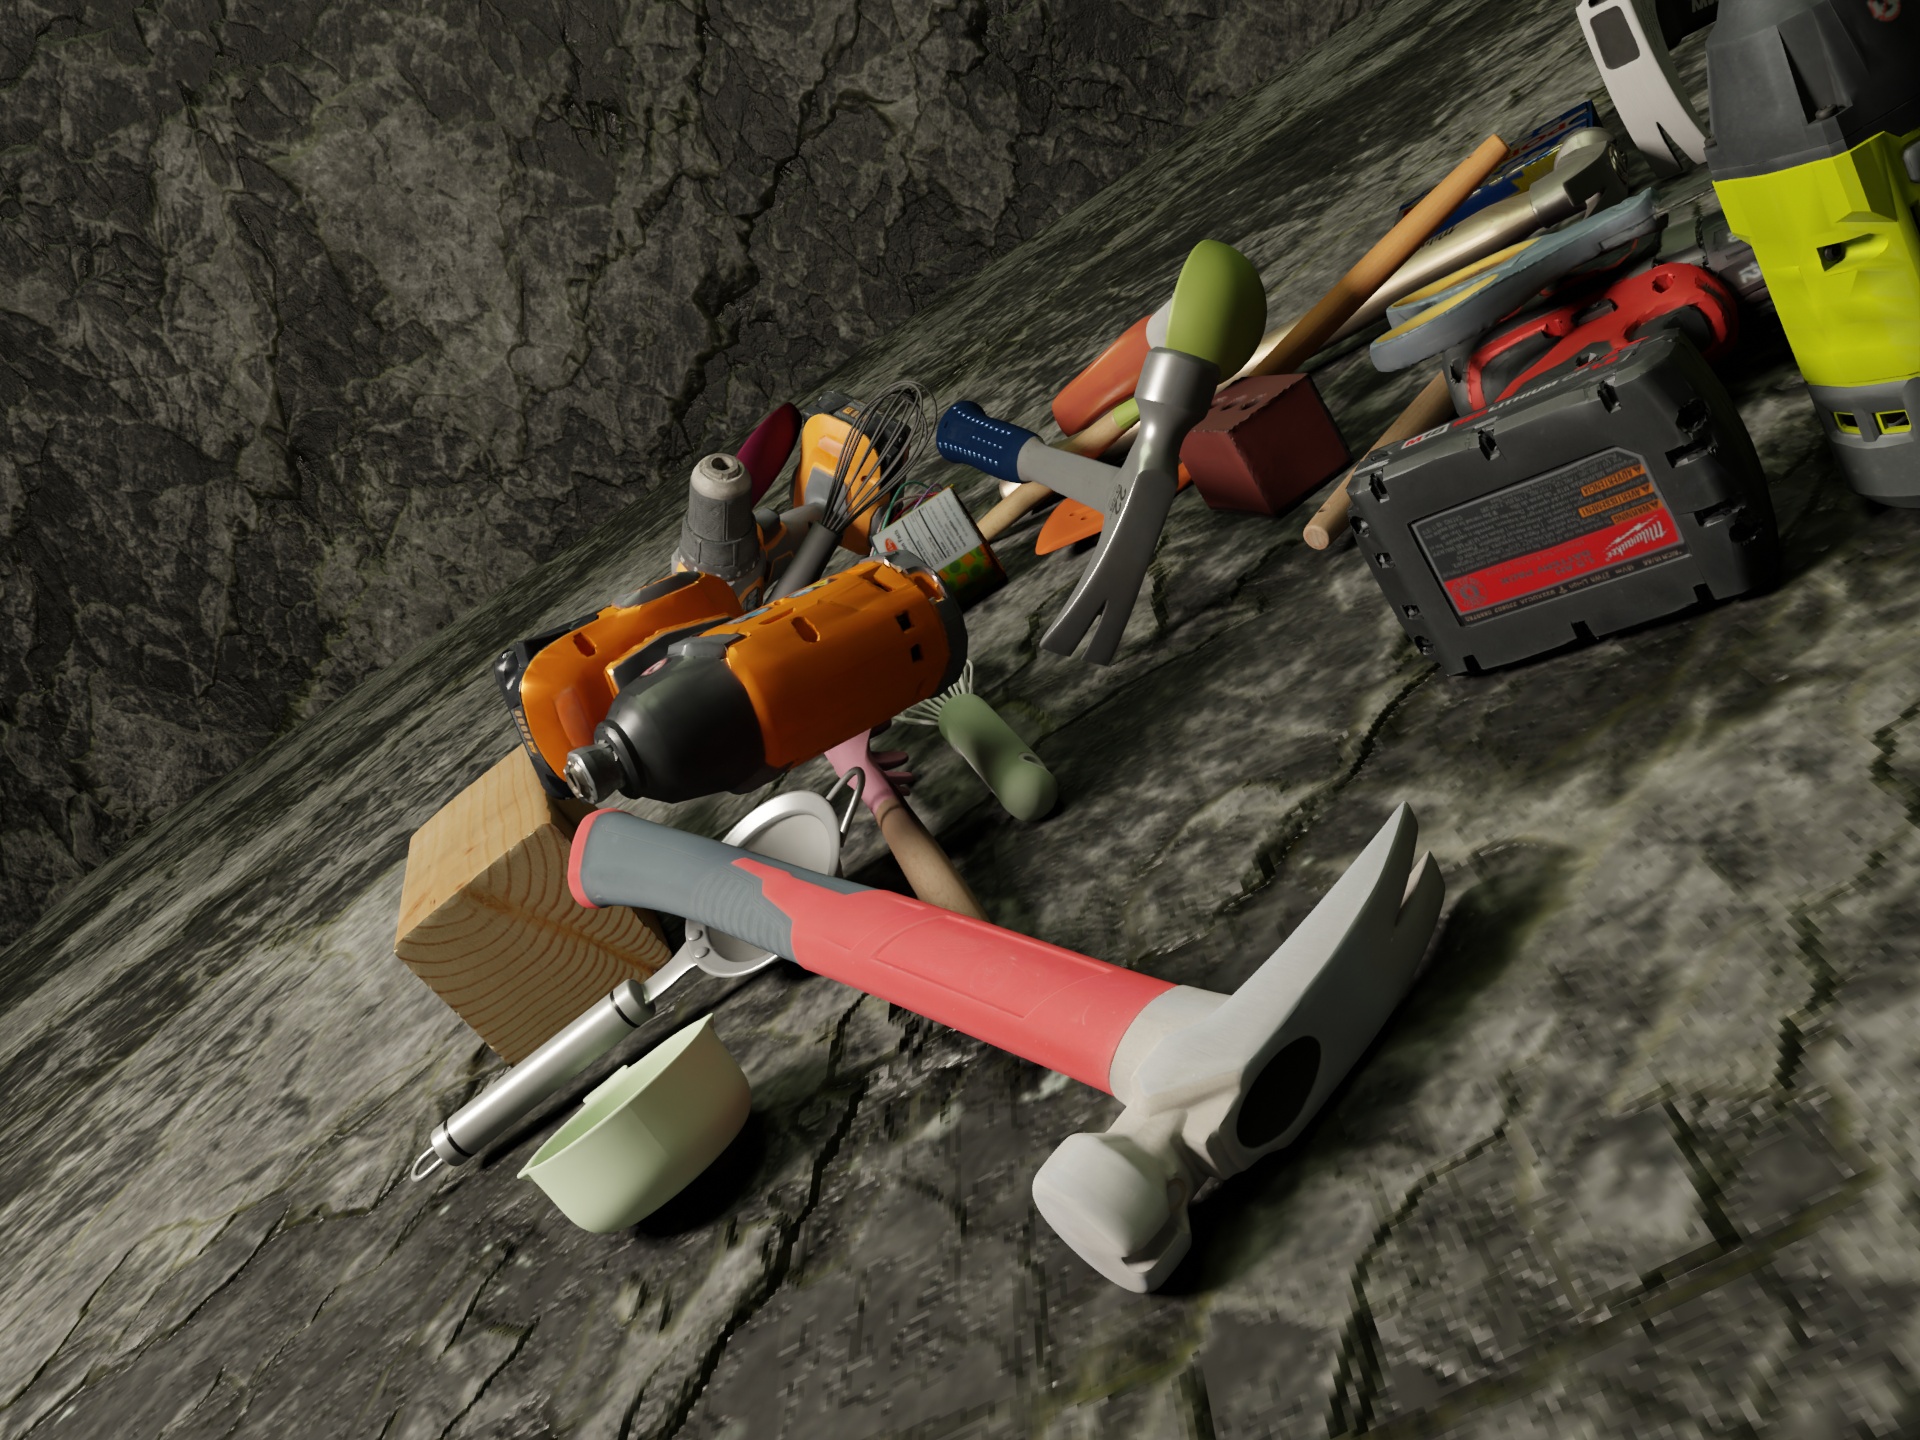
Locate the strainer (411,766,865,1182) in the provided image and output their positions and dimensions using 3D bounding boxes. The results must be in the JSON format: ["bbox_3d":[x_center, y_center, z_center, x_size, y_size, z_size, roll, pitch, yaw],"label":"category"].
[{"bbox_3d":[-0.129,0.113,0.665,0.258,0.050,0.087,-38,37,3],"label":"strainer"}]

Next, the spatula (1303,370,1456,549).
[{"bbox_3d":[0.245,-0.172,0.767,0.060,0.018,0.316,-13,27,52],"label":"spatula"}]

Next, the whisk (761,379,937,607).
[{"bbox_3d":[-0.089,-0.131,1.107,0.239,0.055,0.055,-58,15,10],"label":"whisk"}]

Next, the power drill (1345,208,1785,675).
[{"bbox_3d":[0.244,-0.120,0.551,0.188,0.080,0.227,-20,20,40],"label":"power drill"}]

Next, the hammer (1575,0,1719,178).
[{"bbox_3d":[0.454,-0.421,0.914,0.335,0.146,0.035,-33,14,-34],"label":"hammer"}]

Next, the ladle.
[{"bbox_3d":[0.072,-0.173,0.928,0.320,0.062,0.078,-32,25,58],"label":"ladle"}]

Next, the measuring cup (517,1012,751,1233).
[{"bbox_3d":[-0.118,0.149,0.585,0.083,0.038,0.167,-39,1,-18],"label":"measuring cup"}]

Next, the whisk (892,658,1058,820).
[{"bbox_3d":[-0.001,-0.002,0.736,0.059,0.057,0.246,-57,21,6],"label":"whisk"}]

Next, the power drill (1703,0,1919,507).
[{"bbox_3d":[0.315,-0.189,0.447,0.223,0.171,0.080,-35,17,-10],"label":"power drill"}]

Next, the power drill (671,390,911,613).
[{"bbox_3d":[-0.127,-0.155,1.160,0.226,0.084,0.185,-48,-21,-37],"label":"power drill"}]

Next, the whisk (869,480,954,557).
[{"bbox_3d":[-0.057,-0.093,1.069,0.047,0.051,0.245,-14,30,36],"label":"whisk"}]

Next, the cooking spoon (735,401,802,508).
[{"bbox_3d":[-0.205,-0.100,1.200,0.319,0.017,0.068,-59,-17,-3],"label":"cooking spoon"}]

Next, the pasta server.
[{"bbox_3d":[-0.014,0.044,0.634,0.040,0.060,0.316,-20,22,-9],"label":"pasta server"}]

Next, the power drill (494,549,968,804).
[{"bbox_3d":[-0.120,-0.011,0.680,0.164,0.084,0.226,-28,15,-29],"label":"power drill"}]

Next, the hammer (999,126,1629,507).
[{"bbox_3d":[0.186,-0.216,0.939,0.410,0.038,0.146,-25,15,34],"label":"hammer"}]

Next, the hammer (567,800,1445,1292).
[{"bbox_3d":[-0.027,0.061,0.538,0.143,0.038,0.386,-43,28,-24],"label":"hammer"}]

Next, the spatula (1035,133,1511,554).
[{"bbox_3d":[0.163,-0.196,0.869,0.322,0.041,0.081,-44,11,30],"label":"spatula"}]

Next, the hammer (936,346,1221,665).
[{"bbox_3d":[0.039,-0.138,0.881,0.406,0.035,0.144,-129,56,-71],"label":"hammer"}]
